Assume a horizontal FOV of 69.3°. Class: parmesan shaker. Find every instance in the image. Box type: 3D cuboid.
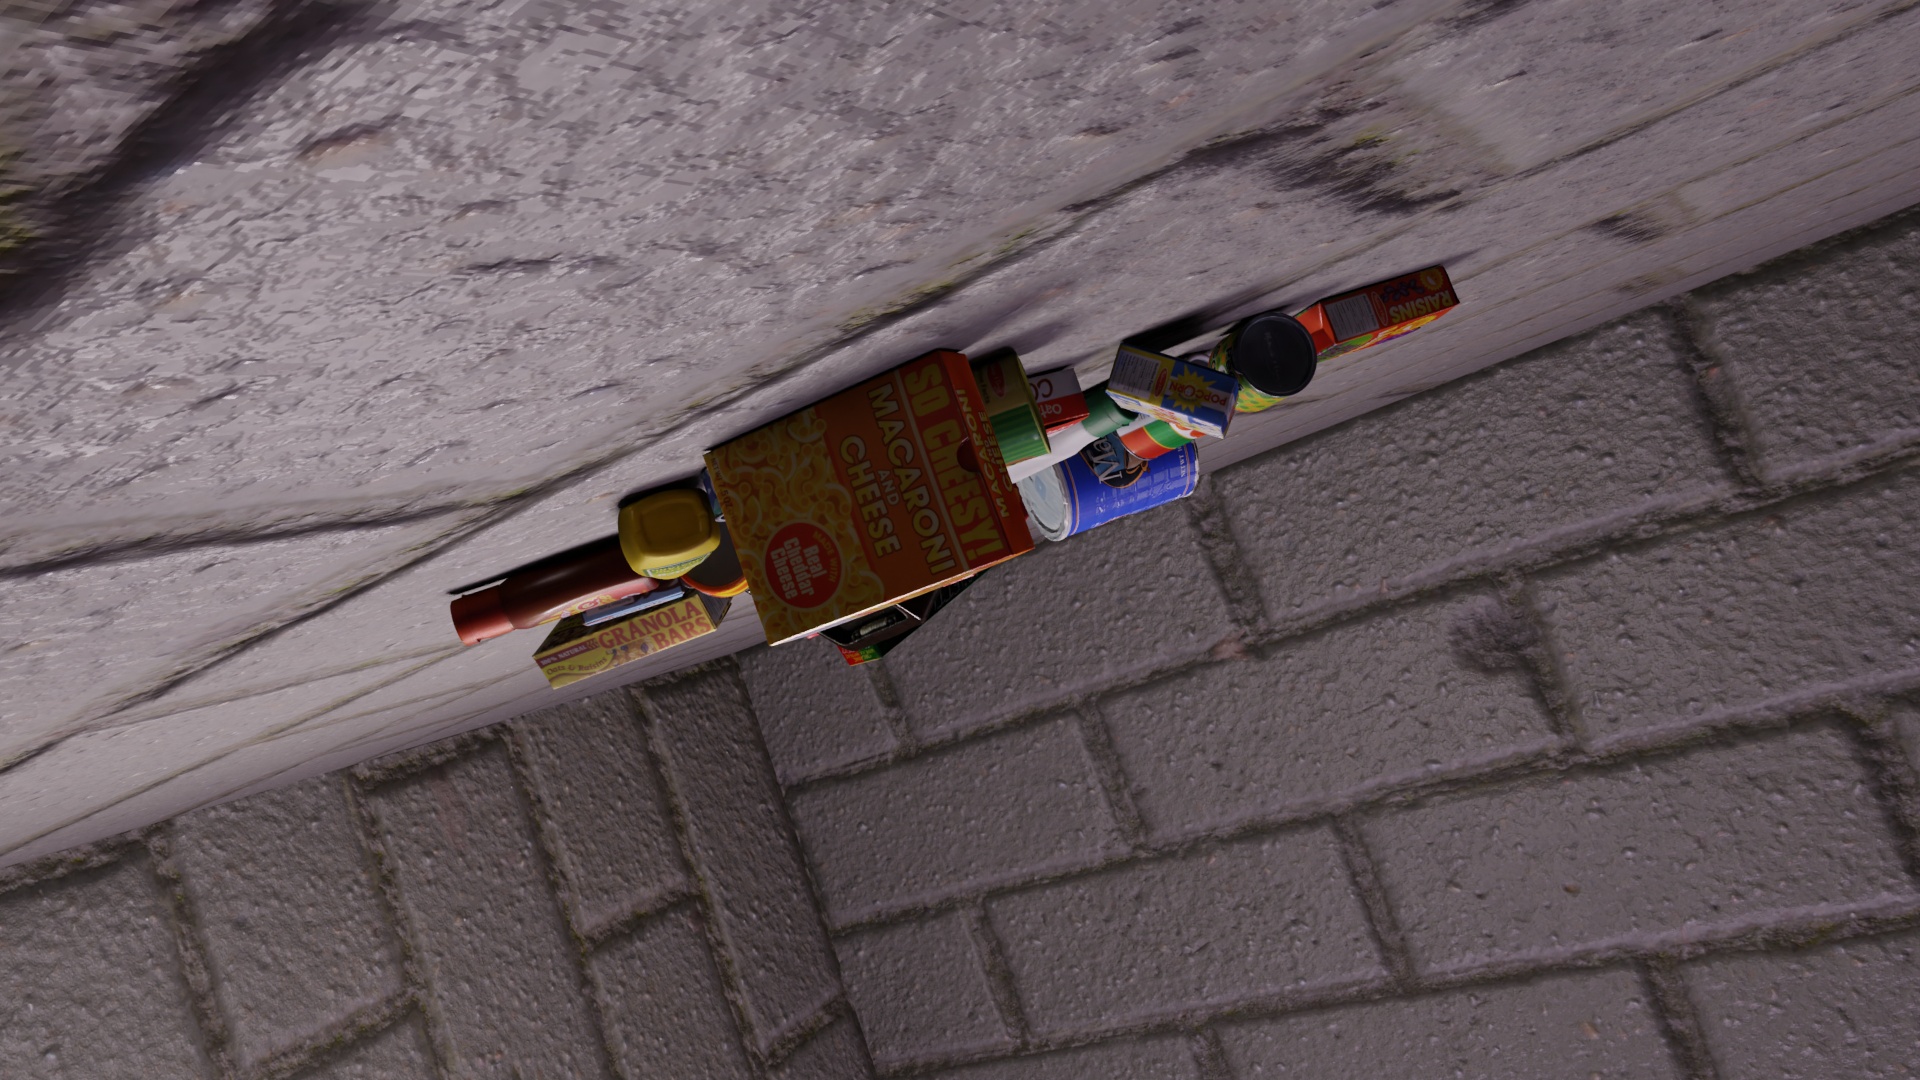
[{"bbox_3d":[-0.003,-0.070,0.863,0.103,0.071,0.071,-19,176,8],"label":"parmesan shaker"}]

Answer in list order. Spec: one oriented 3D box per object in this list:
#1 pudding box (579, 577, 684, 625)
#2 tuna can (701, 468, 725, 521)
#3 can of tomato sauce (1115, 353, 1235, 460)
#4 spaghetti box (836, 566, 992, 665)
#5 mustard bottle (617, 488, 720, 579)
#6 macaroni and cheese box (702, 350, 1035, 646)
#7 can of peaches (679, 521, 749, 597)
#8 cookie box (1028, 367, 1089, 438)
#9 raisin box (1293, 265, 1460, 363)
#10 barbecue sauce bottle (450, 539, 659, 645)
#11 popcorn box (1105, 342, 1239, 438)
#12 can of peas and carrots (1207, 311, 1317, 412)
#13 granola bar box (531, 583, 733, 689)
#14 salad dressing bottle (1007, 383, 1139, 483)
[{"bbox_3d":[-0.269,0.034,1.119,0.084,0.049,0.030,-19,177,-13],"label":"pudding box"},{"bbox_3d":[-0.132,-0.038,0.896,0.071,0.033,0.071,-19,176,-1],"label":"tuna can"},{"bbox_3d":[0.179,-0.111,1.161,0.071,0.071,0.083,-16,174,-43],"label":"can of tomato sauce"},{"bbox_3d":[-0.028,0.051,1.423,0.050,0.028,0.251,-17,-165,44],"label":"spaghetti box"},{"bbox_3d":[-0.203,0.000,0.964,0.065,0.049,0.160,-15,175,-14],"label":"mustard bottle"},{"bbox_3d":[-0.056,-0.022,0.809,0.166,0.123,0.040,-21,177,22],"label":"macaroni and cheese box"},{"bbox_3d":[-0.187,0.011,1.065,0.071,0.071,0.058,-19,175,-6],"label":"can of peaches"},{"bbox_3d":[0.001,-0.072,1.020,0.123,0.040,0.167,-17,176,-28],"label":"cookie box"},{"bbox_3d":[0.331,-0.181,1.140,0.124,0.040,0.086,-19,175,-18],"label":"raisin box"},{"bbox_3d":[-0.306,0.038,1.048,0.149,0.043,0.065,-18,177,-8],"label":"barbecue sauce bottle"},{"bbox_3d":[0.156,-0.107,1.005,0.085,0.038,0.127,18,-176,11],"label":"popcorn box"},{"bbox_3d":[0.230,-0.136,1.071,0.071,0.071,0.058,-18,177,-14],"label":"can of peas and carrots"},{"bbox_3d":[-0.275,0.061,1.217,0.165,0.039,0.125,-20,-159,15],"label":"granola bar box"},{"bbox_3d":[0.084,-0.091,1.169,0.147,0.044,0.064,-24,172,42],"label":"salad dressing bottle"}]
